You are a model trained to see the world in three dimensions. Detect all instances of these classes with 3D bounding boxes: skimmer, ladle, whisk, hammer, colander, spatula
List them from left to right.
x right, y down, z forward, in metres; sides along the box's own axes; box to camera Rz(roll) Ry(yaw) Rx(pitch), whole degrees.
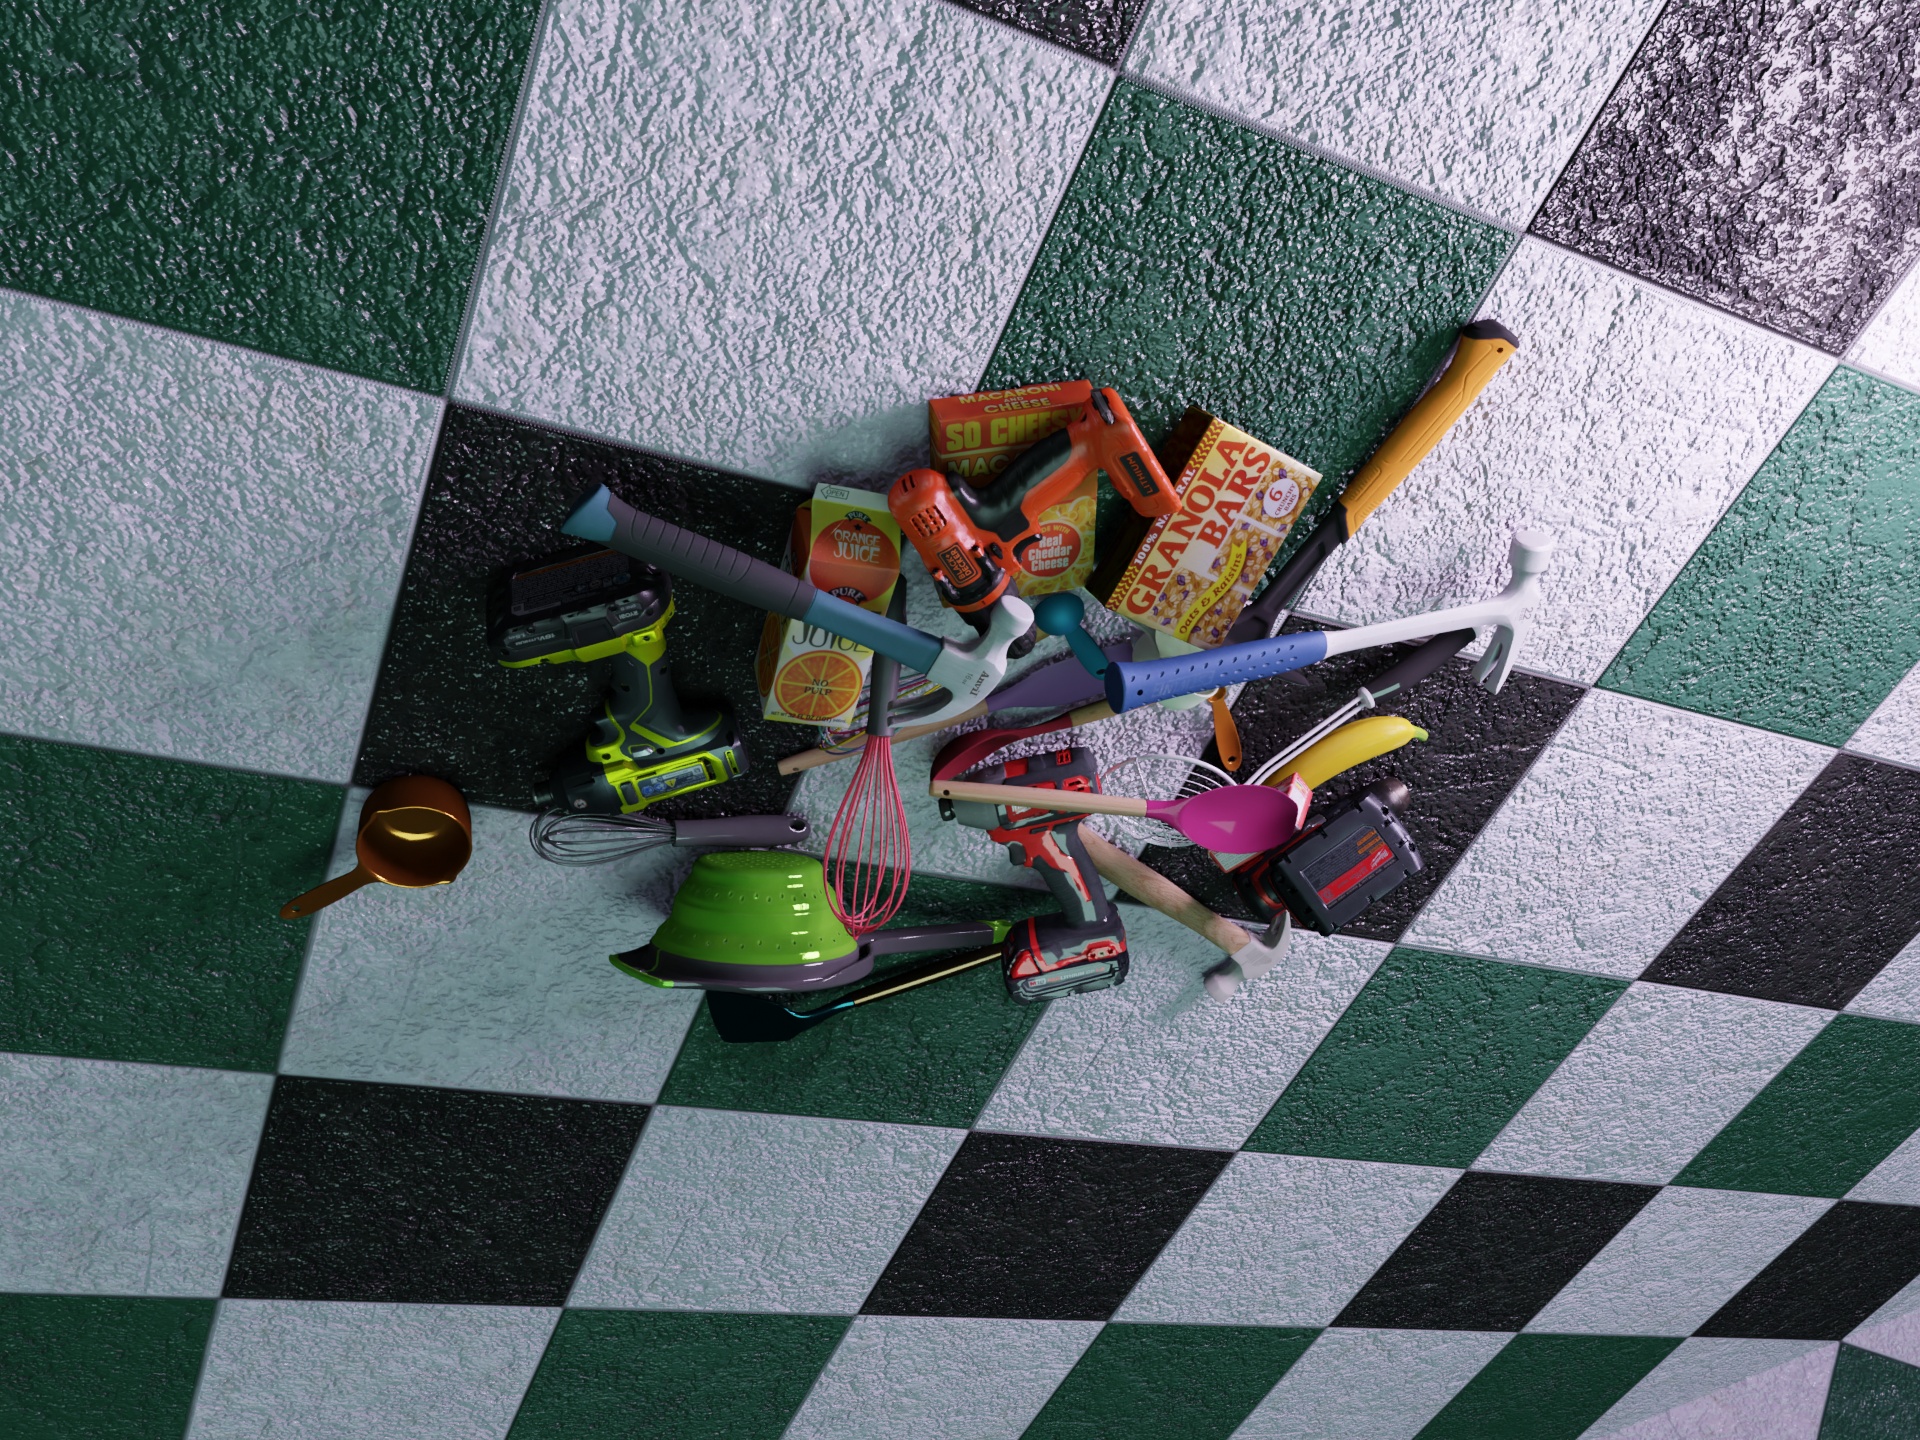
[{"bbox_3d":[-0.242,0.093,1.344,0.239,0.055,0.055,0,128,-23],"label":"whisk"},{"bbox_3d":[-0.121,-0.090,1.140,0.331,0.033,0.128,22,121,-16],"label":"hammer"},{"bbox_3d":[-0.108,0.163,1.404,0.397,0.205,0.094,0,95,-36],"label":"colander"},{"bbox_3d":[-0.082,0.252,1.534,0.317,0.044,0.082,-16,131,-9],"label":"spatula"},{"bbox_3d":[-0.066,0.030,1.260,0.073,0.073,0.296,4,96,-19],"label":"whisk"},{"bbox_3d":[-0.011,-0.038,1.308,0.245,0.051,0.047,-29,167,2],"label":"whisk"},{"bbox_3d":[-0.002,-0.004,1.348,0.316,0.018,0.059,-17,141,-3],"label":"spatula"},{"bbox_3d":[0.119,-0.008,1.372,0.315,0.031,0.069,-18,166,-6],"label":"ladle"},{"bbox_3d":[0.204,0.173,1.545,0.130,0.031,0.331,-42,127,19],"label":"hammer"},{"bbox_3d":[0.295,-0.003,1.420,0.363,0.090,0.127,-34,137,-4],"label":"skimmer"},{"bbox_3d":[0.306,-0.058,1.309,0.405,0.035,0.144,-12,126,-19],"label":"hammer"},{"bbox_3d":[0.330,-0.176,1.288,0.127,0.034,0.336,26,117,-24],"label":"hammer"}]

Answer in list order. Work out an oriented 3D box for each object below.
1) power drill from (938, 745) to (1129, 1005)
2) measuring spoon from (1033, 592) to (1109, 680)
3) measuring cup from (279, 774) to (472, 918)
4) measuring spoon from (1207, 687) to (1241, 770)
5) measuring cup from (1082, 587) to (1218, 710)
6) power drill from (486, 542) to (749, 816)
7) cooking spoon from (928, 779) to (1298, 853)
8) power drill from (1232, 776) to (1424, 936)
[{"bbox_3d":[0.068,0.136,1.415,0.143,0.079,0.219,-12,112,3],"label":"power drill"},{"bbox_3d":[0.098,-0.060,1.296,0.042,0.021,0.128,-25,142,14],"label":"measuring spoon"},{"bbox_3d":[-0.473,0.105,1.279,0.173,0.052,0.095,-27,131,9],"label":"measuring cup"},{"bbox_3d":[0.237,0.006,1.433,0.021,0.011,0.116,-23,135,0],"label":"measuring spoon"},{"bbox_3d":[0.142,-0.069,1.316,0.167,0.083,0.038,35,131,-18],"label":"measuring cup"},{"bbox_3d":[-0.272,-0.020,1.220,0.171,0.080,0.223,-16,134,-3],"label":"power drill"},{"bbox_3d":[0.131,0.072,1.350,0.319,0.017,0.068,6,116,-7],"label":"cooking spoon"},{"bbox_3d":[0.344,0.114,1.435,0.188,0.226,0.080,-36,86,-1],"label":"power drill"}]
